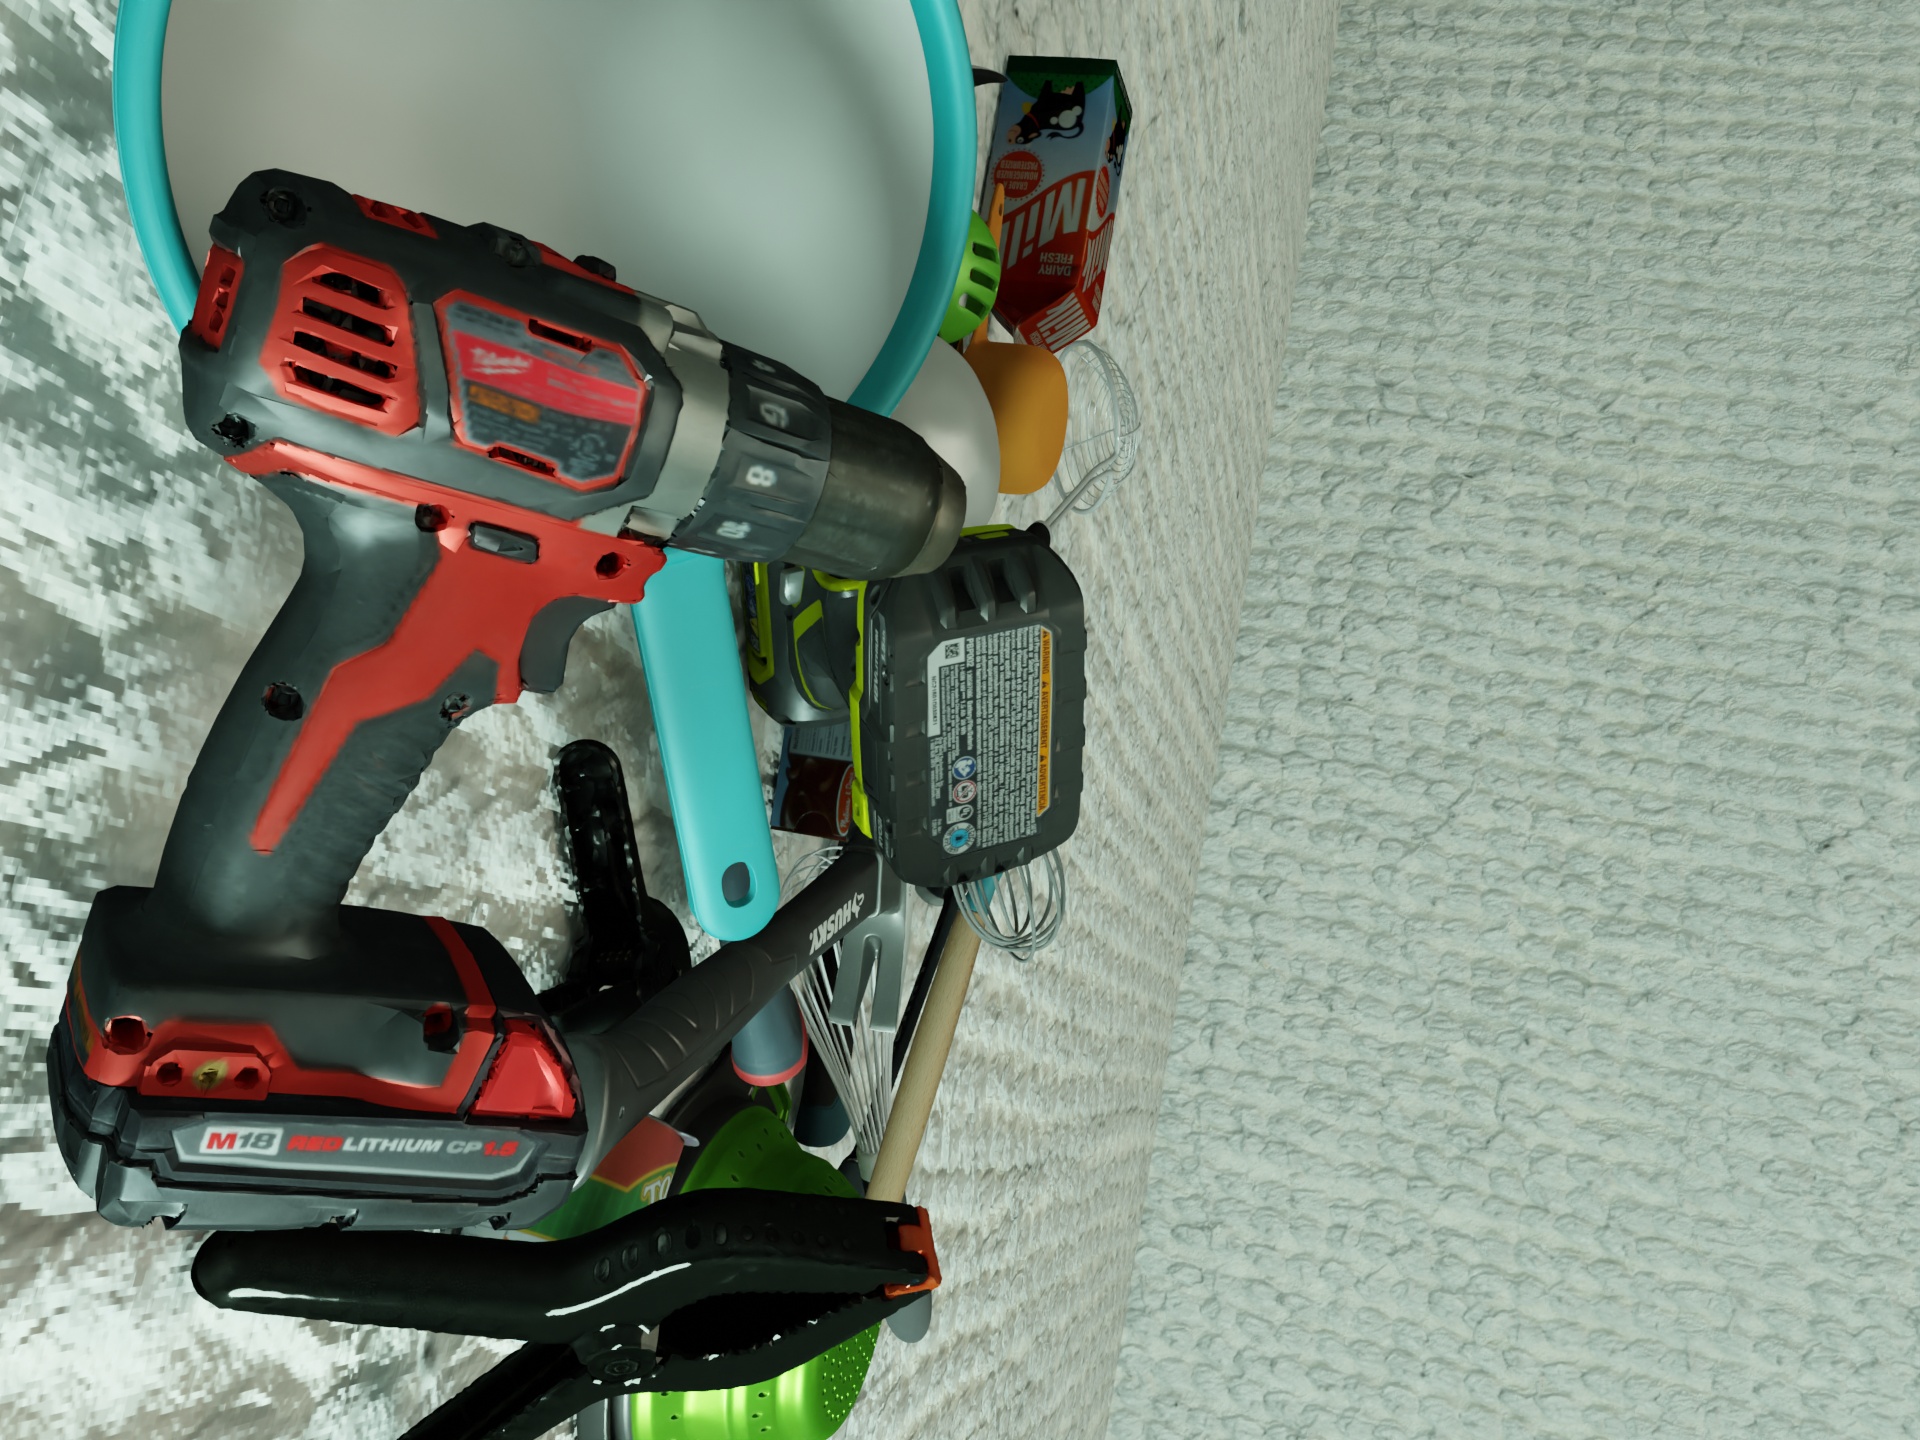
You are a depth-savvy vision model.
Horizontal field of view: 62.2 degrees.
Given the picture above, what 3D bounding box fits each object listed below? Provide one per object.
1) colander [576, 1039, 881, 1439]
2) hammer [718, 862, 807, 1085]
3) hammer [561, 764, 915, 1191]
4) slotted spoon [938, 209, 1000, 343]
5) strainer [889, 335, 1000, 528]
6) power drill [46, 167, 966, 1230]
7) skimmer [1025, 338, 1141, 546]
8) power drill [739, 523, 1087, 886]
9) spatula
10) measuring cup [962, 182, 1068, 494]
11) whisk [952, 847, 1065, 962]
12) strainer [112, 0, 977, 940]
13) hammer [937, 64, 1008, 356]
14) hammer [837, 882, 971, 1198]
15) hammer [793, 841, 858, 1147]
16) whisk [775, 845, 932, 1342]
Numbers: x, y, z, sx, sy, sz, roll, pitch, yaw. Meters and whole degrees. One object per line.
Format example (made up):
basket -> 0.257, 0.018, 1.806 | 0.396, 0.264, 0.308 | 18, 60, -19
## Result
colander -> -0.114, 0.343, 0.717 | 0.204, 0.094, 0.397 | 76, 27, -53
hammer -> -0.104, 0.017, 0.645 | 0.143, 0.038, 0.386 | -76, 165, -55
hammer -> -0.079, 0.101, 0.631 | 0.335, 0.035, 0.146 | -33, 128, -72
slotted spoon -> -0.046, -0.226, 0.735 | 0.313, 0.031, 0.070 | -9, 113, -65
strainer -> -0.010, -0.086, 0.804 | 0.151, 0.069, 0.256 | -16, 98, -76
power drill -> -0.106, 0.004, 0.387 | 0.187, 0.080, 0.226 | 13, 101, -36
skimmer -> 0.045, -0.154, 1.076 | 0.363, 0.090, 0.127 | -53, 156, -53
power drill -> -0.036, -0.056, 0.646 | 0.229, 0.080, 0.190 | -133, -144, -53
spatula -> -0.012, 0.117, 0.777 | 0.082, 0.044, 0.318 | 83, 23, -63
measuring cup -> 0.034, -0.214, 0.909 | 0.095, 0.052, 0.173 | -39, 137, -65
whisk -> -0.002, -0.002, 0.739 | 0.055, 0.055, 0.239 | -24, 97, -72
strainer -> -0.102, -0.095, 0.450 | 0.211, 0.095, 0.340 | -20, 122, -24
hammer -> -0.008, -0.203, 0.930 | 0.127, 0.034, 0.336 | -55, 149, -56
hammer -> -0.053, 0.246, 0.926 | 0.149, 0.036, 0.409 | 133, -21, -64
hammer -> -0.058, 0.073, 0.895 | 0.128, 0.033, 0.331 | -3, 101, -75
whisk -> -0.048, 0.202, 0.842 | 0.070, 0.070, 0.284 | -41, 124, -67
